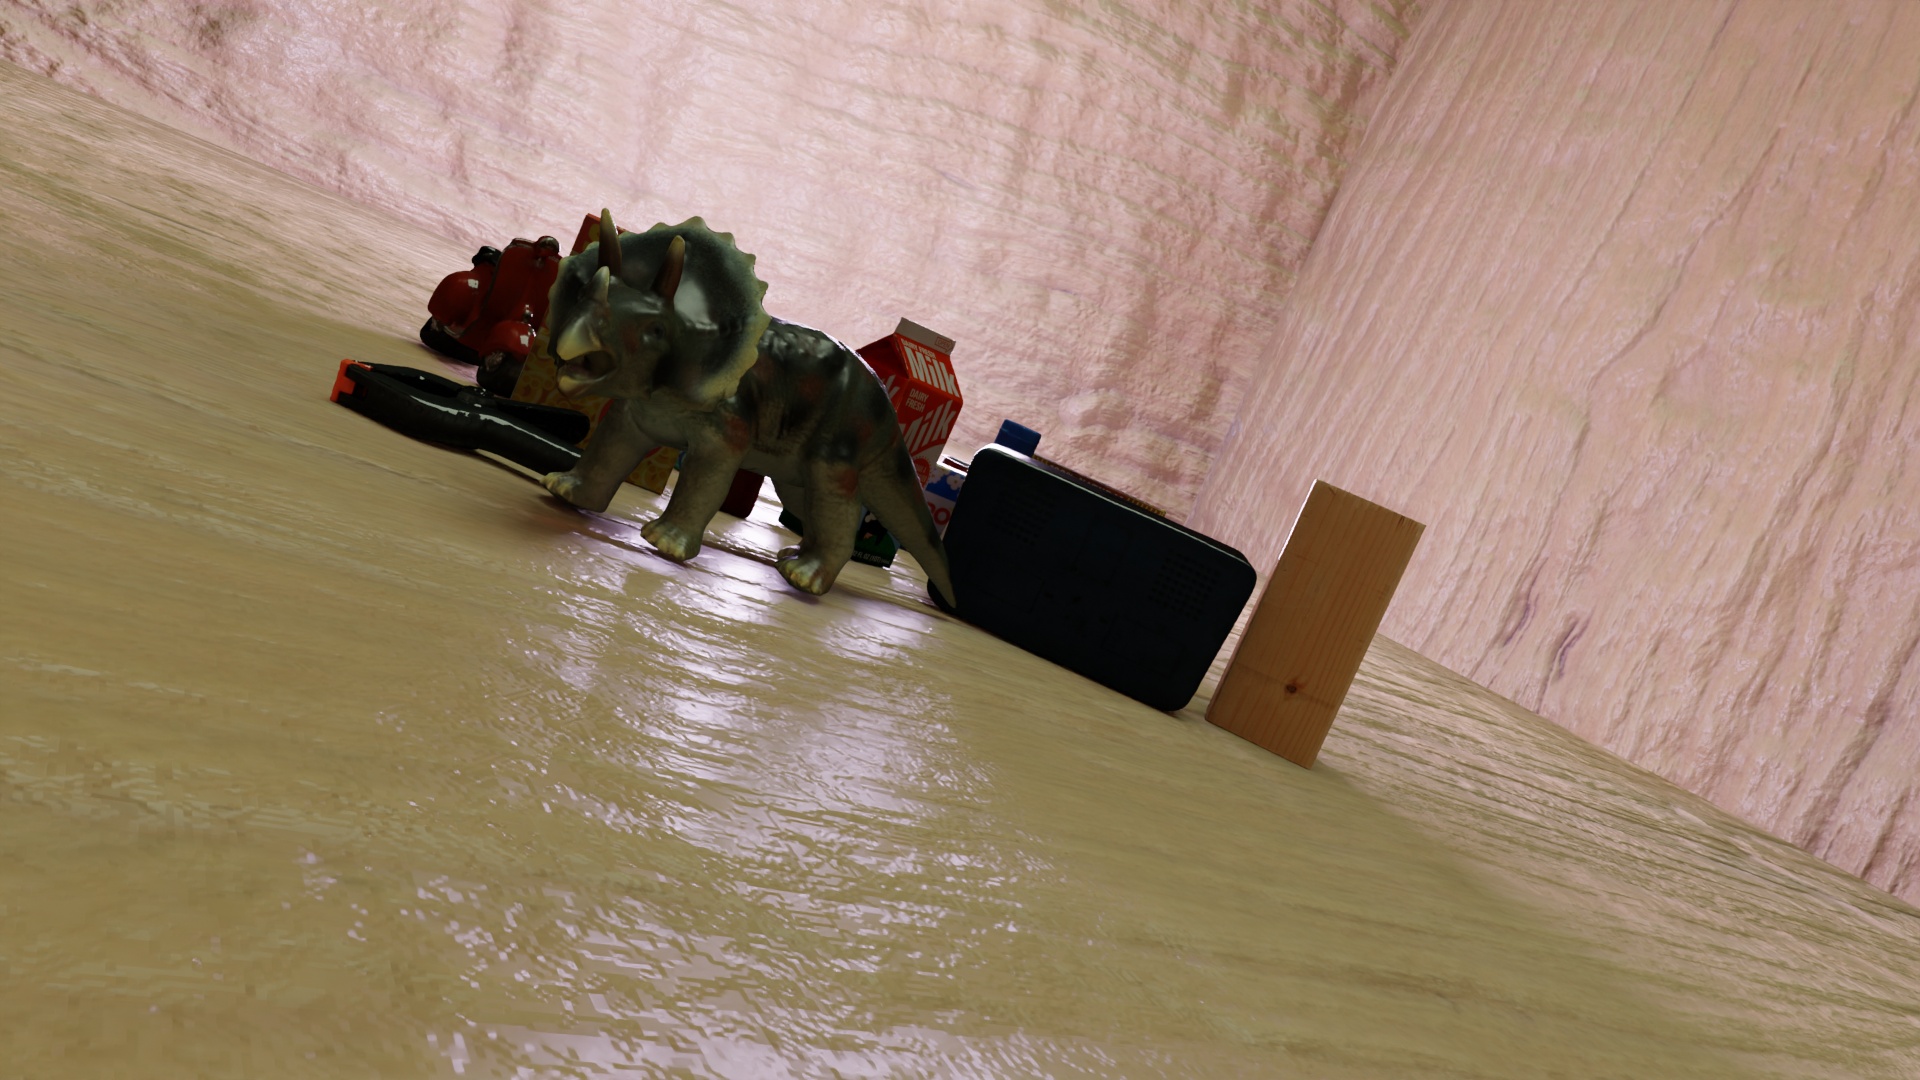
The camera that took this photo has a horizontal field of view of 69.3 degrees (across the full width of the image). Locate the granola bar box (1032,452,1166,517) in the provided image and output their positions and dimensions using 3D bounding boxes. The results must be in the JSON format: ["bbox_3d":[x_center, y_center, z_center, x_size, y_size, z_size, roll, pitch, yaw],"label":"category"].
[{"bbox_3d":[0.109,-0.008,1.416,0.166,0.124,0.039,25,6,13],"label":"granola bar box"}]

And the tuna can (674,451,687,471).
[{"bbox_3d":[-0.209,-0.067,1.169,0.071,0.032,0.071,24,6,-3],"label":"tuna can"}]

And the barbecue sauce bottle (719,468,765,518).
[{"bbox_3d":[-0.155,-0.094,1.072,0.043,0.148,0.065,22,6,-22],"label":"barbecue sauce bottle"}]

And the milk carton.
[{"bbox_3d":[-0.063,-0.081,1.109,0.073,0.190,0.072,29,8,38],"label":"milk carton"}]

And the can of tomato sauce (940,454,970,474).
[{"bbox_3d":[-0.005,-0.039,1.445,0.071,0.083,0.071,24,6,-3],"label":"can of tomato sauce"}]

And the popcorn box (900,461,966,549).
[{"bbox_3d":[0.005,-0.016,1.288,0.127,0.085,0.038,22,6,-17],"label":"popcorn box"}]

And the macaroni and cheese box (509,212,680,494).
[{"bbox_3d":[-0.241,-0.133,0.998,0.124,0.166,0.040,22,6,-20],"label":"macaroni and cheese box"}]

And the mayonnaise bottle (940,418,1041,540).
[{"bbox_3d":[0.026,-0.032,1.212,0.041,0.148,0.065,19,8,-39],"label":"mayonnaise bottle"}]
